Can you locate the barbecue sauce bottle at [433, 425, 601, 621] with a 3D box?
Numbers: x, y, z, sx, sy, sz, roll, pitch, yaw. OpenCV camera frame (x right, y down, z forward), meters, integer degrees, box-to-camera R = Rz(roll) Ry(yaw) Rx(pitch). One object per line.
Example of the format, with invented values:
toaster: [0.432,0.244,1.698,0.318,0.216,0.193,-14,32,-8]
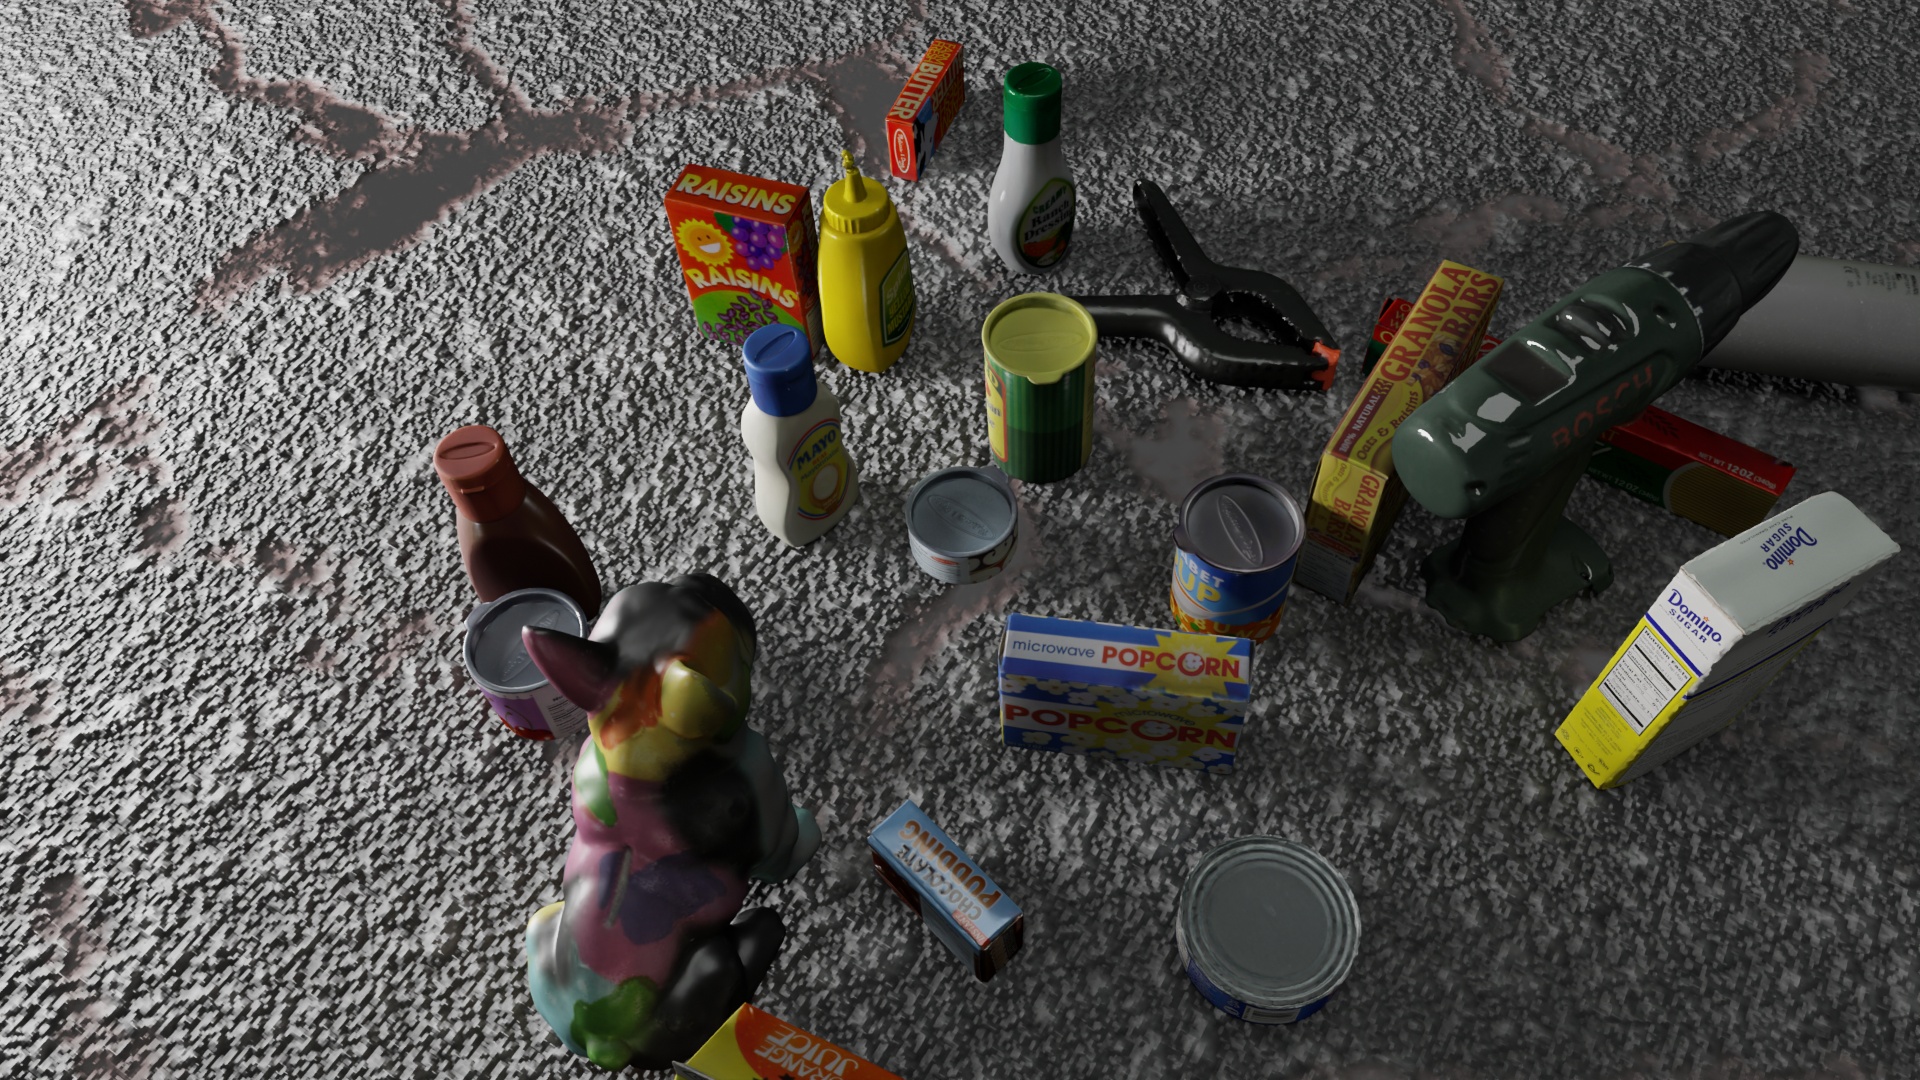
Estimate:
barbecue sauce bottle: [-0.246,-0.003,0.763,0.065,0.147,0.044,-9,55,-3]

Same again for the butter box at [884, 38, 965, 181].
butter box: [-0.025,-0.322,1.036,0.024,0.052,0.104,16,57,14]

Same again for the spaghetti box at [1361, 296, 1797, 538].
spaghetti box: [0.364,-0.076,0.842,0.250,0.050,0.029,29,61,22]

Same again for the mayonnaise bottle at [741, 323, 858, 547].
mayonnaise bottle: [-0.095,-0.060,0.796,0.041,0.147,0.065,36,64,25]

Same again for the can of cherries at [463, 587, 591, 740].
can of cherries: [-0.234,0.068,0.767,0.071,0.058,0.072,-1,55,2]

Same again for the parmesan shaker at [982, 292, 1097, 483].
parmesan shaker: [0.048,-0.087,0.835,0.071,0.102,0.071,-2,55,2]

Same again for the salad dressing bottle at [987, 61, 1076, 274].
salad dressing bottle: [0.048,-0.244,0.919,0.064,0.147,0.044,-33,60,-19]

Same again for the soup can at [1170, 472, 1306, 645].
soup can: [0.149,0.014,0.769,0.071,0.083,0.072,-2,55,2]

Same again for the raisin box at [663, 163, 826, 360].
raisin box: [-0.134,-0.178,0.897,0.086,0.122,0.040,16,57,14]

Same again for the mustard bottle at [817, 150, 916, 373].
mustard bottle: [-0.061,-0.176,0.869,0.049,0.159,0.065,18,58,16]

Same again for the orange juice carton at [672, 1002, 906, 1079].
orange juice carton: [-0.064,0.246,0.549,0.072,0.191,0.073,20,58,16]

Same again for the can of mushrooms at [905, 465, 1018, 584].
can of mushrooms: [0.003,-0.010,0.825,0.071,0.033,0.071,-1,55,2]

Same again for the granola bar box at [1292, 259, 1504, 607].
granola bar box: [0.247,-0.061,0.792,0.039,0.123,0.166,26,60,20]

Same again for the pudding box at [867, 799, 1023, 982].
pudding box: [-0.008,0.173,0.686,0.030,0.049,0.084,-39,61,-22]

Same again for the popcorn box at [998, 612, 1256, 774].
popcorn box: [0.084,0.080,0.725,0.127,0.084,0.038,6,55,7]
